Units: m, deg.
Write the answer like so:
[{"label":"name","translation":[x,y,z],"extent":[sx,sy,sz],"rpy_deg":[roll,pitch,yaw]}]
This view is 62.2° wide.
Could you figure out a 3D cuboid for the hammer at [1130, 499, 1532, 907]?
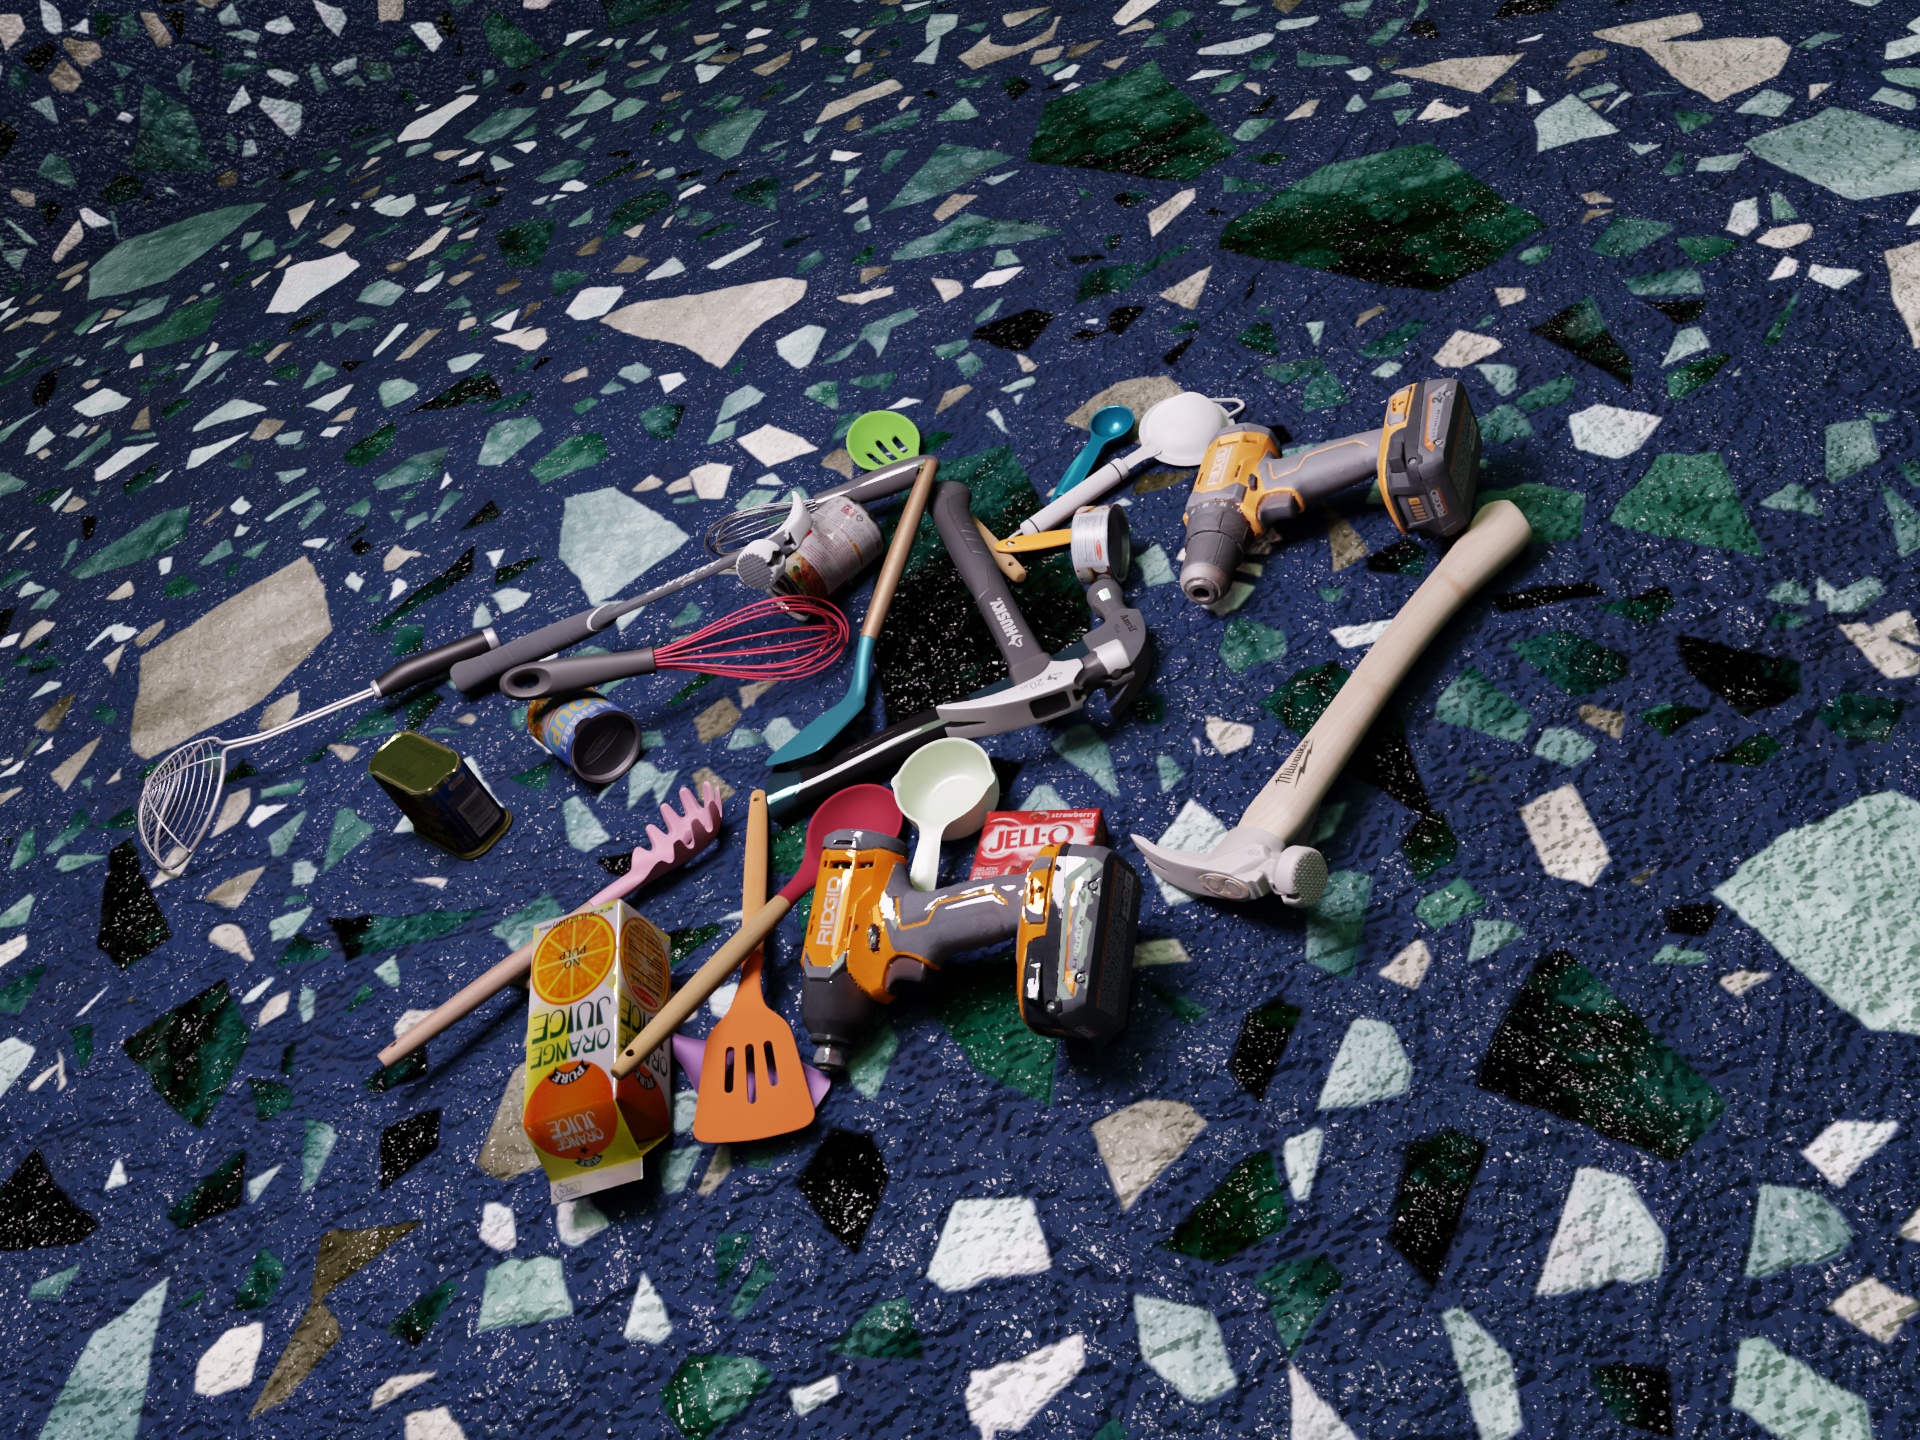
[{"label":"hammer","translation":[0.286,-0.026,1.135],"extent":[0.146,0.038,0.411],"rpy_deg":[6,45,49]}]

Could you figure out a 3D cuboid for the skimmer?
[{"label":"skimmer","translation":[-0.599,0.019,1.502],"extent":[0.363,0.090,0.127],"rpy_deg":[-26,39,-18]}]

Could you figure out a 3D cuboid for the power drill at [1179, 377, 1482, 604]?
[{"label":"power drill","translation":[0.281,-0.175,1.254],"extent":[0.226,0.084,0.185],"rpy_deg":[-7,44,34]}]

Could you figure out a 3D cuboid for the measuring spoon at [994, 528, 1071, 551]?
[{"label":"measuring spoon","translation":[0.086,-0.162,1.377],"extent":[0.117,0.011,0.021],"rpy_deg":[-10,42,2]}]

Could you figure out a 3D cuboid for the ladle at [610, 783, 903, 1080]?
[{"label":"ladle","translation":[-0.139,0.144,1.117],"extent":[0.069,0.031,0.315],"rpy_deg":[20,41,23]}]

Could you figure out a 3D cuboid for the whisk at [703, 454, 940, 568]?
[{"label":"whisk","translation":[-0.129,-0.198,1.483],"extent":[0.239,0.055,0.055],"rpy_deg":[-19,42,11]}]

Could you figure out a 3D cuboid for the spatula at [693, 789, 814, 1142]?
[{"label":"spatula","translation":[-0.148,0.161,1.150],"extent":[0.081,0.041,0.323],"rpy_deg":[-10,36,2]}]

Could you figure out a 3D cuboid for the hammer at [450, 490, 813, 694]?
[{"label":"hammer","translation":[-0.302,-0.101,1.414],"extent":[0.409,0.036,0.149],"rpy_deg":[-19,23,27]}]

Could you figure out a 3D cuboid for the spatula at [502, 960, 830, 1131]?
[{"label":"spatula","translation":[-0.225,0.224,1.134],"extent":[0.316,0.018,0.060],"rpy_deg":[15,53,34]}]

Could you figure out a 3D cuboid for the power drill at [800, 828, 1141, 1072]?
[{"label":"power drill","translation":[-0.004,0.156,1.050],"extent":[0.226,0.084,0.164],"rpy_deg":[-1,67,28]}]

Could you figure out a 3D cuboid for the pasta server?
[{"label":"pasta server","translation":[-0.304,0.153,1.206],"extent":[0.316,0.040,0.060],"rpy_deg":[-37,27,-23]}]

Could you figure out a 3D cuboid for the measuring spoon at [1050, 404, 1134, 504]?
[{"label":"measuring spoon","translation":[0.119,-0.235,1.450],"extent":[0.042,0.021,0.129],"rpy_deg":[22,68,31]}]

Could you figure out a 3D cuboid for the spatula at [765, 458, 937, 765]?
[{"label":"spatula","translation":[-0.077,-0.095,1.336],"extent":[0.082,0.044,0.318],"rpy_deg":[-16,50,51]}]

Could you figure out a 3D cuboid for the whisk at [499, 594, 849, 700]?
[{"label":"whisk","translation":[-0.239,-0.054,1.344],"extent":[0.296,0.073,0.073],"rpy_deg":[-10,42,-8]}]

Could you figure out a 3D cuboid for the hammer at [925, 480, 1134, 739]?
[{"label":"hammer","translation":[0.018,-0.105,1.301],"extent":[0.146,0.035,0.335],"rpy_deg":[-24,39,0]}]

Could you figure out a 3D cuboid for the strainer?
[{"label":"strainer","translation":[0.147,-0.227,1.410],"extent":[0.258,0.050,0.087],"rpy_deg":[-35,58,-7]}]

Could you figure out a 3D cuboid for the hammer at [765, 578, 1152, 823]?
[{"label":"hammer","translation":[-0.002,-0.004,1.255],"extent":[0.331,0.033,0.128],"rpy_deg":[-25,41,-1]}]

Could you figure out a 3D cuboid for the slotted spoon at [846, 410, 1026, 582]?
[{"label":"slotted spoon","translation":[-0.021,-0.207,1.473],"extent":[0.070,0.031,0.314],"rpy_deg":[-32,45,-8]}]

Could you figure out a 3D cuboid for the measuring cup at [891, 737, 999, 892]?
[{"label":"measuring cup","translation":[-0.015,0.092,1.166],"extent":[0.083,0.038,0.168],"rpy_deg":[-3,56,21]}]

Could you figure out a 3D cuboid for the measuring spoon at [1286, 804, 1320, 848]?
[{"label":"measuring spoon","translation":[0.235,0.060,1.094],"extent":[0.034,0.018,0.124],"rpy_deg":[2,48,26]}]
